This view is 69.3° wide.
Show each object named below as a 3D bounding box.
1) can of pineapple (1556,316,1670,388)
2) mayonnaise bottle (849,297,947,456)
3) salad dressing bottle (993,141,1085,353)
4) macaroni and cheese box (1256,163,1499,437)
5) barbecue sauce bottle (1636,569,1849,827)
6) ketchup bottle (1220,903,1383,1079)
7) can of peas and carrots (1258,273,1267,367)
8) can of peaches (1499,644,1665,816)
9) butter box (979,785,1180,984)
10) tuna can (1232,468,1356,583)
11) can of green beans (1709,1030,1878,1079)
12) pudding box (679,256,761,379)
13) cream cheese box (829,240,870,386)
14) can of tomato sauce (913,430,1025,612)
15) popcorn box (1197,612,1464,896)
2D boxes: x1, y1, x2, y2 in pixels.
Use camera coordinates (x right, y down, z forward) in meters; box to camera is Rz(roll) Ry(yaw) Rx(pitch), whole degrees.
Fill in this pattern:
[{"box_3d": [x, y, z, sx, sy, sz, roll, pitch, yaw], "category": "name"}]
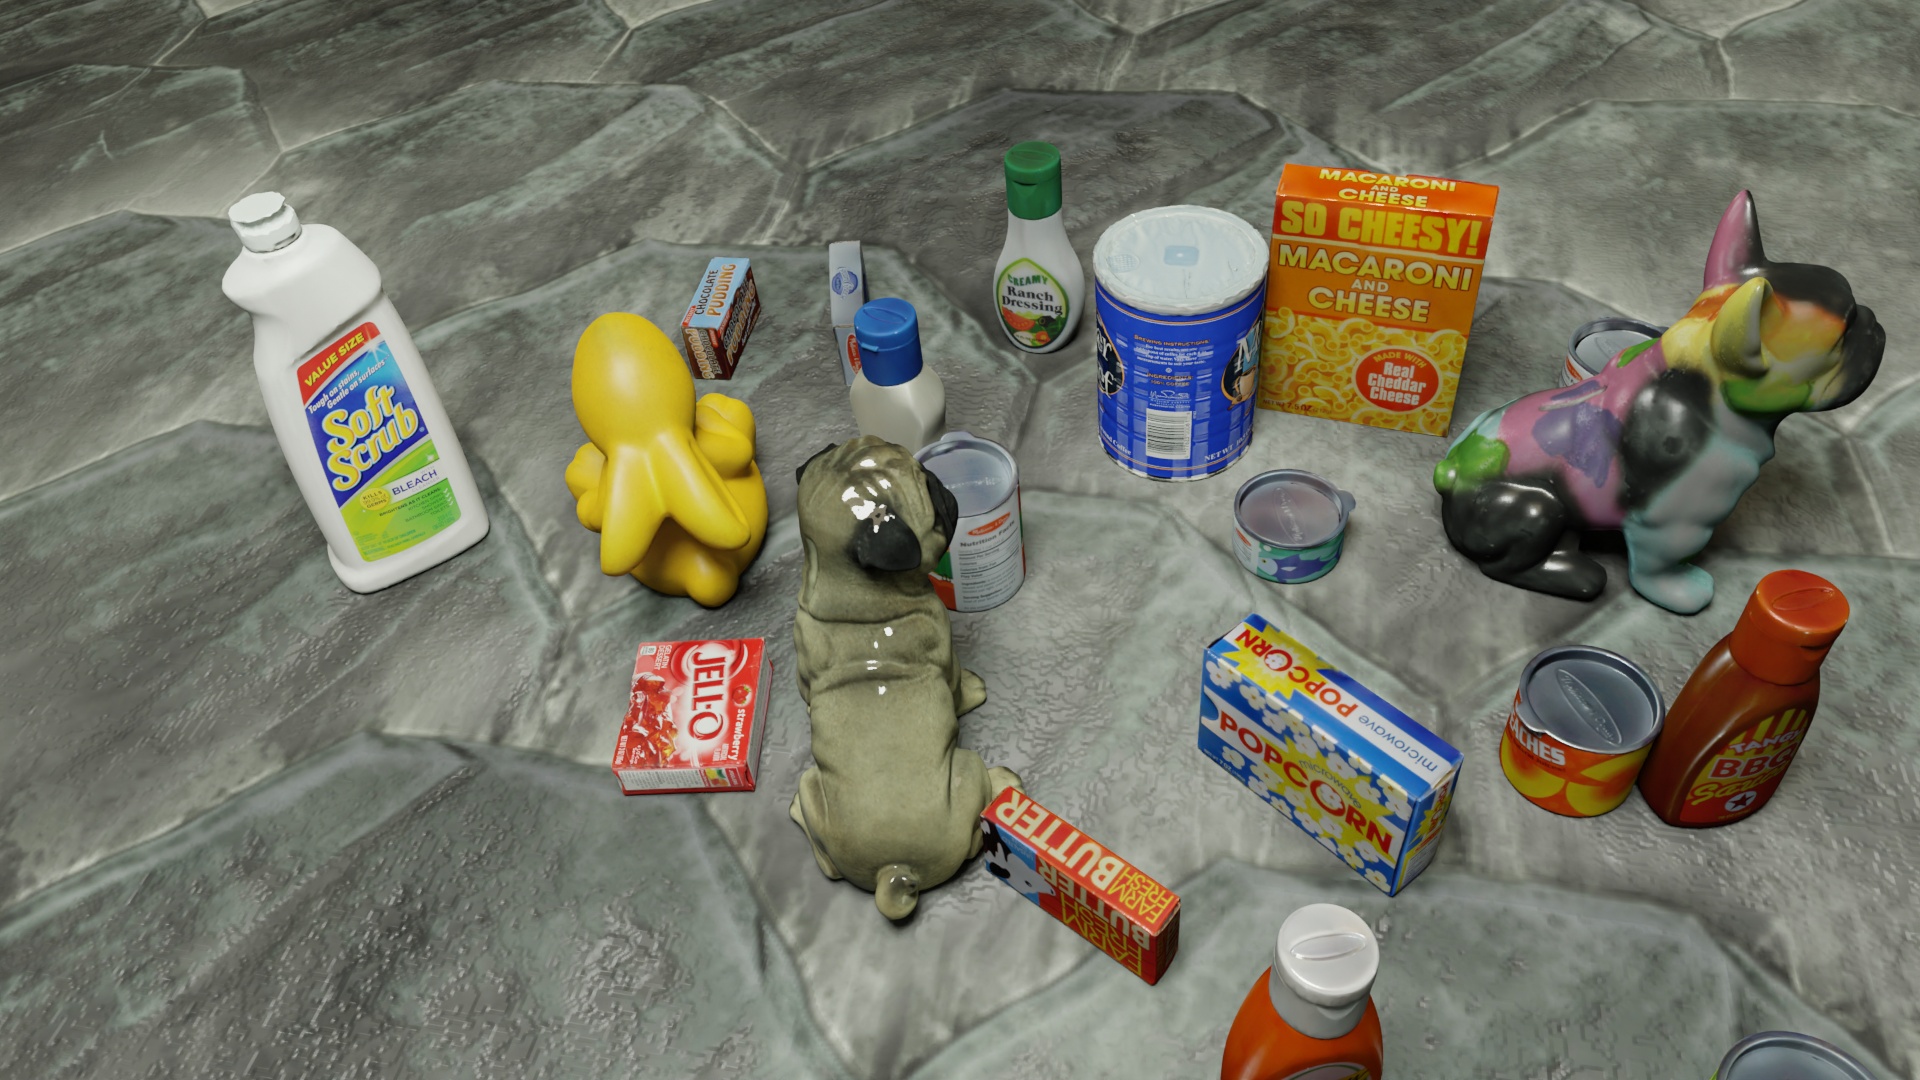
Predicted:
[{"box_3d": [0.409, -0.097, 0.865, 0.071, 0.057, 0.071, -3, 46, 4], "category": "can of pineapple"}, {"box_3d": [-0.036, -0.077, 0.836, 0.065, 0.147, 0.041, 20, 52, 24], "category": "mayonnaise bottle"}, {"box_3d": [0.052, -0.197, 0.941, 0.064, 0.146, 0.044, 13, 49, 18], "category": "salad dressing bottle"}, {"box_3d": [0.252, -0.146, 0.856, 0.124, 0.165, 0.040, 11, 49, 17], "category": "macaroni and cheese box"}, {"box_3d": [0.364, 0.075, 0.643, 0.065, 0.147, 0.044, -13, 46, -5], "category": "barbecue sauce bottle"}, {"box_3d": [0.138, 0.196, 0.553, 0.065, 0.148, 0.044, -9, 46, -2], "category": "ketchup bottle"}, {"box_3d": [0.224, -0.157, 0.944, 0.071, 0.058, 0.071, -3, 46, 4], "category": "can of peas and carrots"}, {"box_3d": [0.306, 0.096, 0.692, 0.071, 0.057, 0.071, -3, 46, 4], "category": "can of peaches"}, {"box_3d": [0.057, 0.163, 0.660, 0.103, 0.052, 0.024, 29, 56, 30], "category": "butter box"}, {"box_3d": [0.197, -0.009, 0.823, 0.071, 0.032, 0.071, -3, 46, 4], "category": "tuna can"}, {"box_3d": [0.328, 0.239, 0.552, 0.071, 0.057, 0.071, -3, 46, 4], "category": "can of green beans"}, {"box_3d": [-0.172, -0.161, 1.001, 0.030, 0.049, 0.084, 4, 47, 10], "category": "pudding box"}, {"box_3d": [-0.077, -0.163, 0.989, 0.024, 0.053, 0.104, -7, 46, 0], "category": "cream cheese box"}, {"box_3d": [0.003, -0.010, 0.812, 0.071, 0.082, 0.071, -3, 46, 4], "category": "can of tomato sauce"}, {"box_3d": [0.177, 0.104, 0.681, 0.038, 0.084, 0.127, -35, 52, -24], "category": "popcorn box"}]
